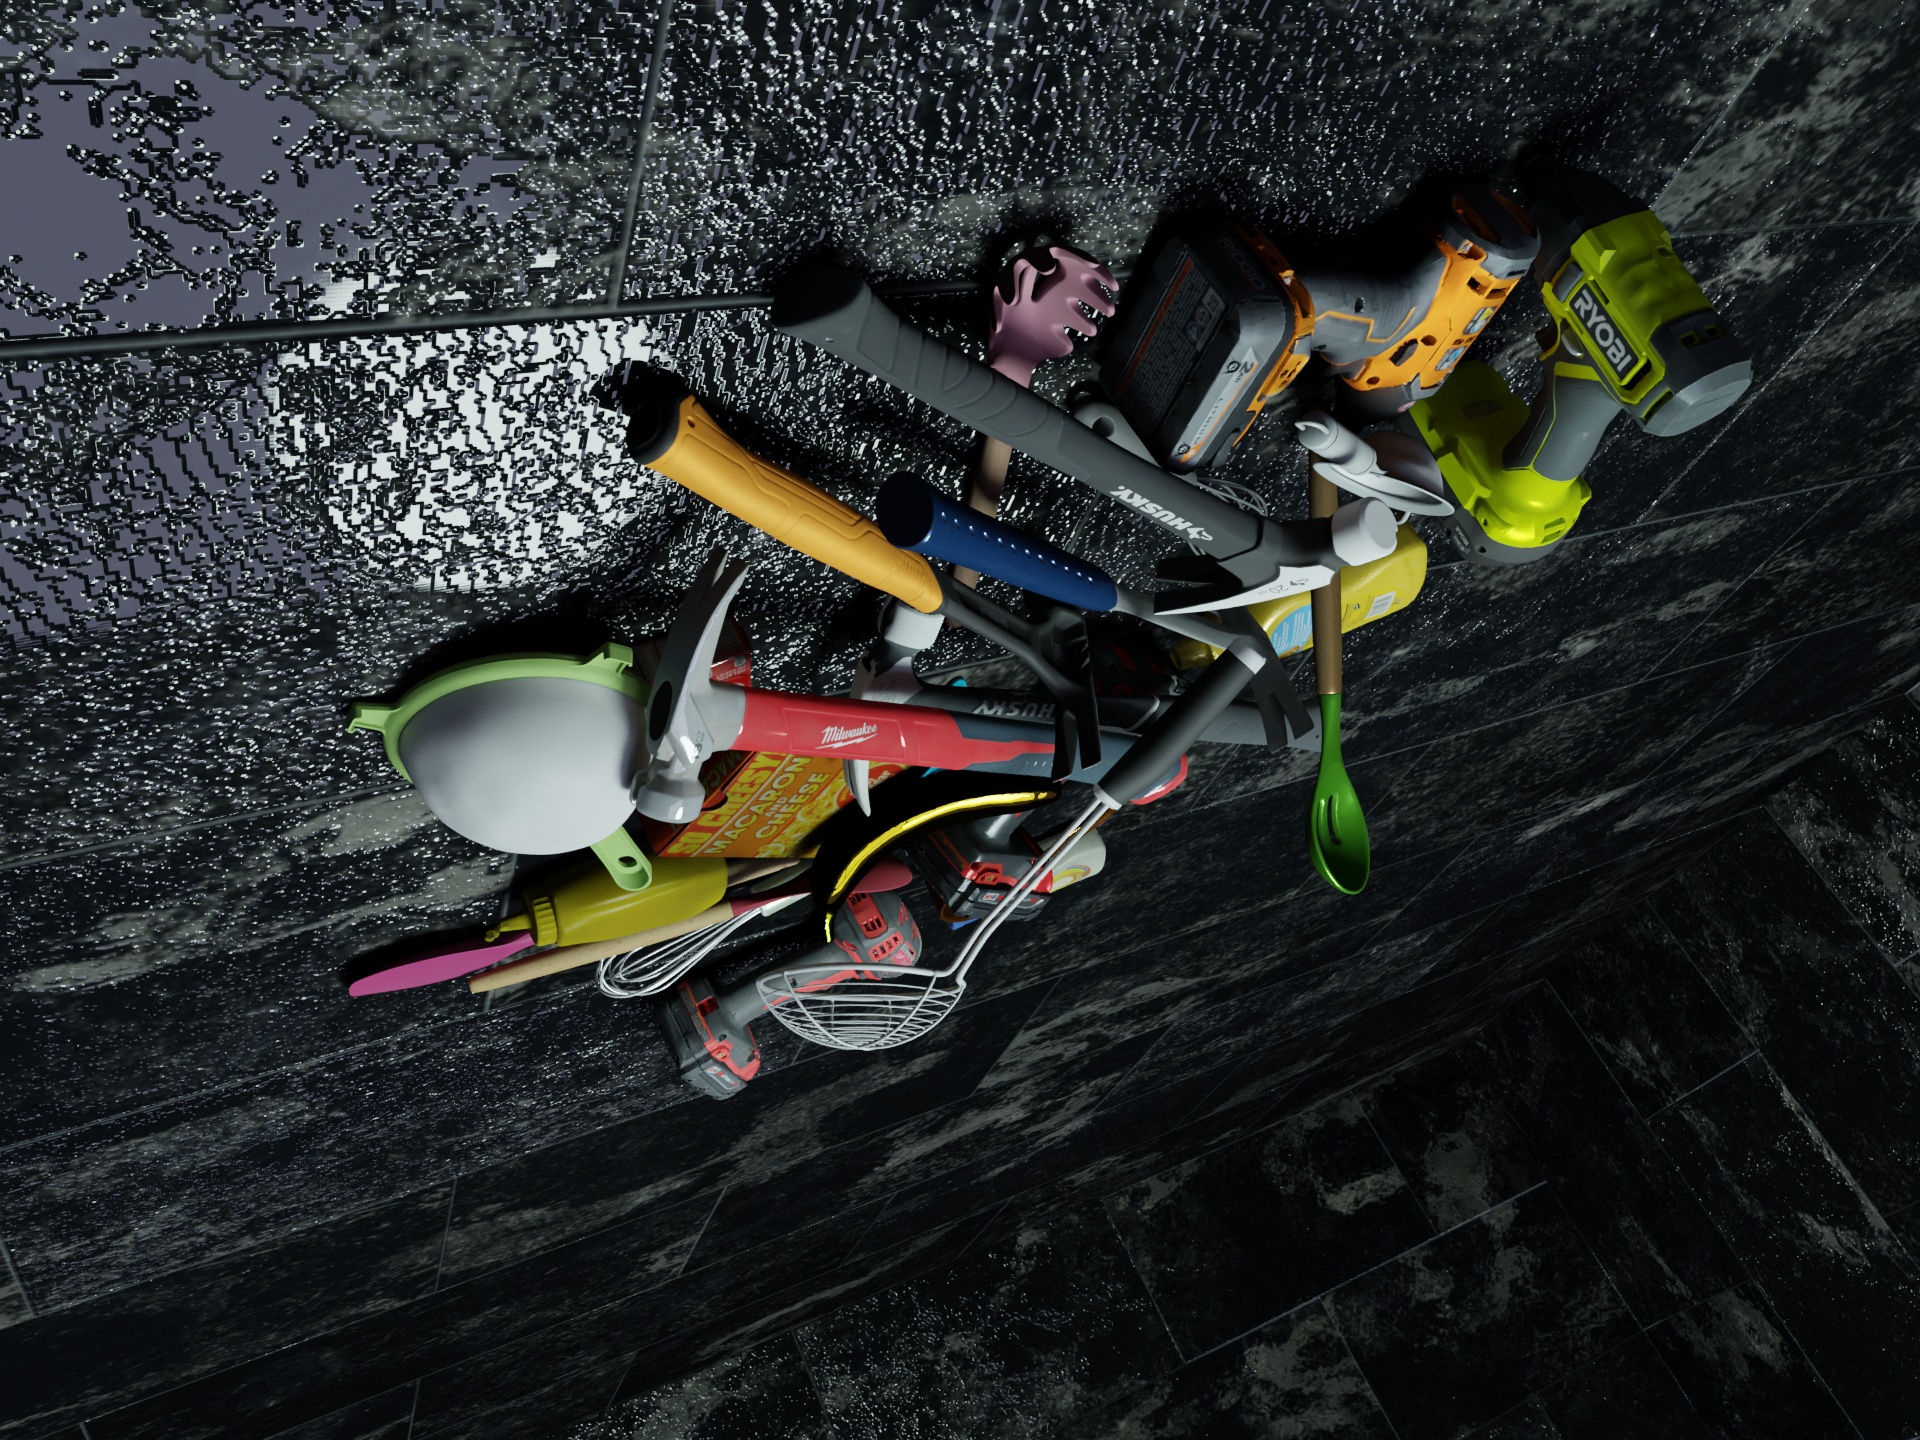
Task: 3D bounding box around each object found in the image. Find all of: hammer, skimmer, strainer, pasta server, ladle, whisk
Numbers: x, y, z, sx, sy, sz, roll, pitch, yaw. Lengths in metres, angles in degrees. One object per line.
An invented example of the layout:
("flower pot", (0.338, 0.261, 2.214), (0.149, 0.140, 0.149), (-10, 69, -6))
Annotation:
("hammer", (-0.035, -0.073, 0.819), (0.034, 0.127, 0.336), (-24, 148, 32))
("skimmer", (0.028, 0.070, 0.957), (0.363, 0.090, 0.127), (-47, 147, 8))
("strainer", (-0.219, 0.058, 0.889), (0.151, 0.069, 0.256), (-13, 148, 2))
("pasta server", (0.021, -0.139, 0.857), (0.060, 0.040, 0.316), (-12, 152, -17))
("ladle", (-0.187, 0.140, 1.120), (0.315, 0.031, 0.069), (-16, -165, -13))
("whisk", (0.128, -0.142, 0.956), (0.055, 0.055, 0.238), (-39, 148, 19))
("hammer", (0.053, -0.132, 0.784), (0.334, 0.035, 0.146), (22, 156, -33))
("hammer", (0.092, -0.070, 0.931), (0.035, 0.144, 0.405), (-36, 153, 26))
("hammer", (-0.001, -0.003, 0.927), (0.386, 0.038, 0.143), (6, 109, -40))
("strainer", (0.225, -0.146, 0.883), (0.258, 0.087, 0.050), (-1, 111, -64))
("whisk", (-0.156, 0.138, 1.176), (0.246, 0.059, 0.057), (-27, 129, -14))
("hammer", (0.102, -0.001, 1.057), (0.408, 0.036, 0.149), (4, 123, -35))

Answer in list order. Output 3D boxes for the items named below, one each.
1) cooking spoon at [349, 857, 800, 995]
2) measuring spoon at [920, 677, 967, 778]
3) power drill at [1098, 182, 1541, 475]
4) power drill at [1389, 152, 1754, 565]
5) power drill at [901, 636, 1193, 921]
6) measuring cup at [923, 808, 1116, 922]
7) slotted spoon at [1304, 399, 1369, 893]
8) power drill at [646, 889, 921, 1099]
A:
("cooking spoon", (-0.258, 0.136, 1.099), (0.319, 0.017, 0.068), (-15, 163, -26))
("measuring spoon", (-0.016, 0.011, 1.123), (0.042, 0.021, 0.128), (-20, 144, -29))
("power drill", (0.191, -0.203, 0.865), (0.226, 0.084, 0.164), (-17, 154, -30))
("power drill", (0.343, -0.204, 0.931), (0.080, 0.171, 0.223), (-21, 162, -16))
("power drill", (0.081, 0.042, 1.177), (0.226, 0.080, 0.187), (-52, 148, 17))
("measuring cup", (0.047, 0.098, 1.298), (0.173, 0.052, 0.095), (-34, 154, 7))
("slotted spoon", (0.234, -0.044, 1.010), (0.031, 0.313, 0.070), (3, -168, 39))
("power drill", (-0.133, 0.219, 1.314), (0.219, 0.079, 0.143), (-30, 155, -4))
